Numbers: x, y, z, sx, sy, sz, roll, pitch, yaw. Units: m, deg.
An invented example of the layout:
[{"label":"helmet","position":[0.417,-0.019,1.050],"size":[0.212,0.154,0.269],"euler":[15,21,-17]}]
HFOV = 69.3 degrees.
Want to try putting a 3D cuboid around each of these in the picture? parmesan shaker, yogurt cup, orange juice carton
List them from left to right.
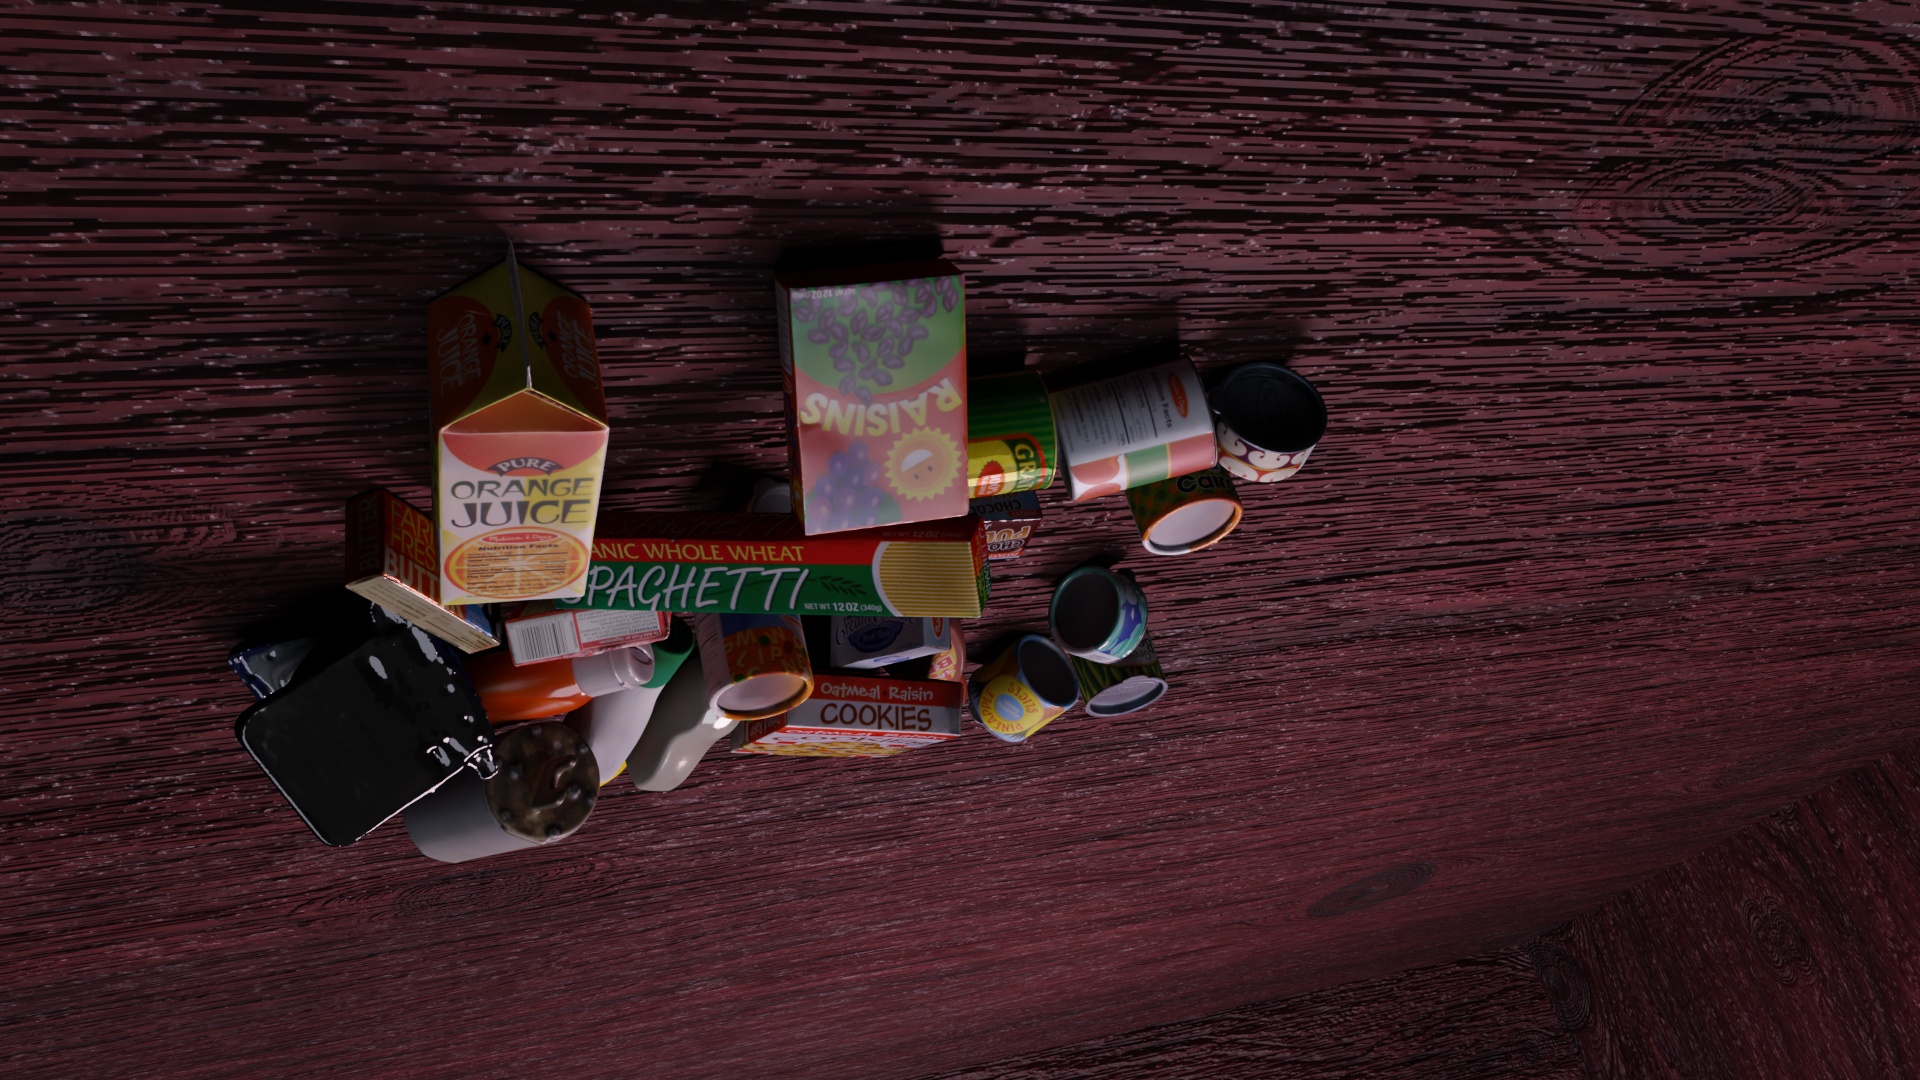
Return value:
[{"label":"orange juice carton","position":[-0.209,-0.048,0.651],"size":[0.073,0.072,0.191],"euler":[-3,149,-22]},{"label":"yogurt cup","position":[-0.110,0.007,0.807],"size":[0.072,0.072,0.053],"euler":[15,146,-43]},{"label":"parmesan shaker","position":[-0.007,-0.053,0.751],"size":[0.103,0.071,0.071],"euler":[-9,150,-13]}]

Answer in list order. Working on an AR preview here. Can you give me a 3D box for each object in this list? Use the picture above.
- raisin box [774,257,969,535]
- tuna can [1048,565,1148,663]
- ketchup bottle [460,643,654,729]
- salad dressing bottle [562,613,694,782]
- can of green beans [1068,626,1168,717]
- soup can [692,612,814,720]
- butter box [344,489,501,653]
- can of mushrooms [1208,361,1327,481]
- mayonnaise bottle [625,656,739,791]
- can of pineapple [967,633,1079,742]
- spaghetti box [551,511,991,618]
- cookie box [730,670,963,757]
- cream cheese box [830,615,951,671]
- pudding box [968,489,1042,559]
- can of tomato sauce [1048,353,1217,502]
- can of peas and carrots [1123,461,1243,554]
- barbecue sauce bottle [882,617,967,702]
[{"label":"raisin box","position":[-0.042,-0.069,0.670],"size":[0.086,0.040,0.122],"euler":[-8,114,-16]},{"label":"tuna can","position":[0.098,0.050,0.985],"size":[0.071,0.071,0.033],"euler":[-34,145,29]},{"label":"ketchup bottle","position":[-0.266,0.088,0.868],"size":[0.149,0.044,0.064],"euler":[-14,155,13]},{"label":"salad dressing bottle","position":[-0.225,0.105,0.925],"size":[0.044,0.064,0.147],"euler":[18,130,-30]},{"label":"can of green beans","position":[0.122,0.097,1.084],"size":[0.071,0.058,0.071],"euler":[-12,151,-7]},{"label":"soup can","position":[-0.128,0.061,0.868],"size":[0.071,0.084,0.071],"euler":[-13,151,-7]},{"label":"butter box","position":[-0.287,0.018,0.747],"size":[0.024,0.053,0.103],"euler":[-19,150,11]},{"label":"can of mushrooms","position":[0.176,-0.070,0.815],"size":[0.071,0.071,0.033],"euler":[-8,151,-14]},{"label":"mayonnaise bottle","position":[-0.180,0.115,0.961],"size":[0.041,0.065,0.147],"euler":[15,135,-42]},{"label":"can of pineapple","position":[0.048,0.114,1.064],"size":[0.071,0.071,0.057],"euler":[12,139,-41]},{"label":"spaghetti box","position":[-0.109,0.012,0.745],"size":[0.250,0.029,0.050],"euler":[0,122,14]},{"label":"cookie box","position":[-0.085,0.125,0.984],"size":[0.123,0.040,0.167],"euler":[5,164,-20]},{"label":"cream cheese box","position":[-0.046,0.051,0.893],"size":[0.024,0.053,0.103],"euler":[11,161,-38]},{"label":"pudding box","position":[0.003,-0.011,0.865],"size":[0.084,0.030,0.049],"euler":[-3,149,-22]},{"label":"can of tomato sauce","position":[0.095,-0.062,0.786],"size":[0.083,0.071,0.071],"euler":[-15,151,-1]},{"label":"can of peas and carrots","position":[0.137,-0.033,0.865],"size":[0.071,0.059,0.070],"euler":[-13,151,-7]},{"label":"barbecue sauce bottle","position":[-0.025,0.083,1.000],"size":[0.065,0.044,0.148],"euler":[-13,152,5]}]
